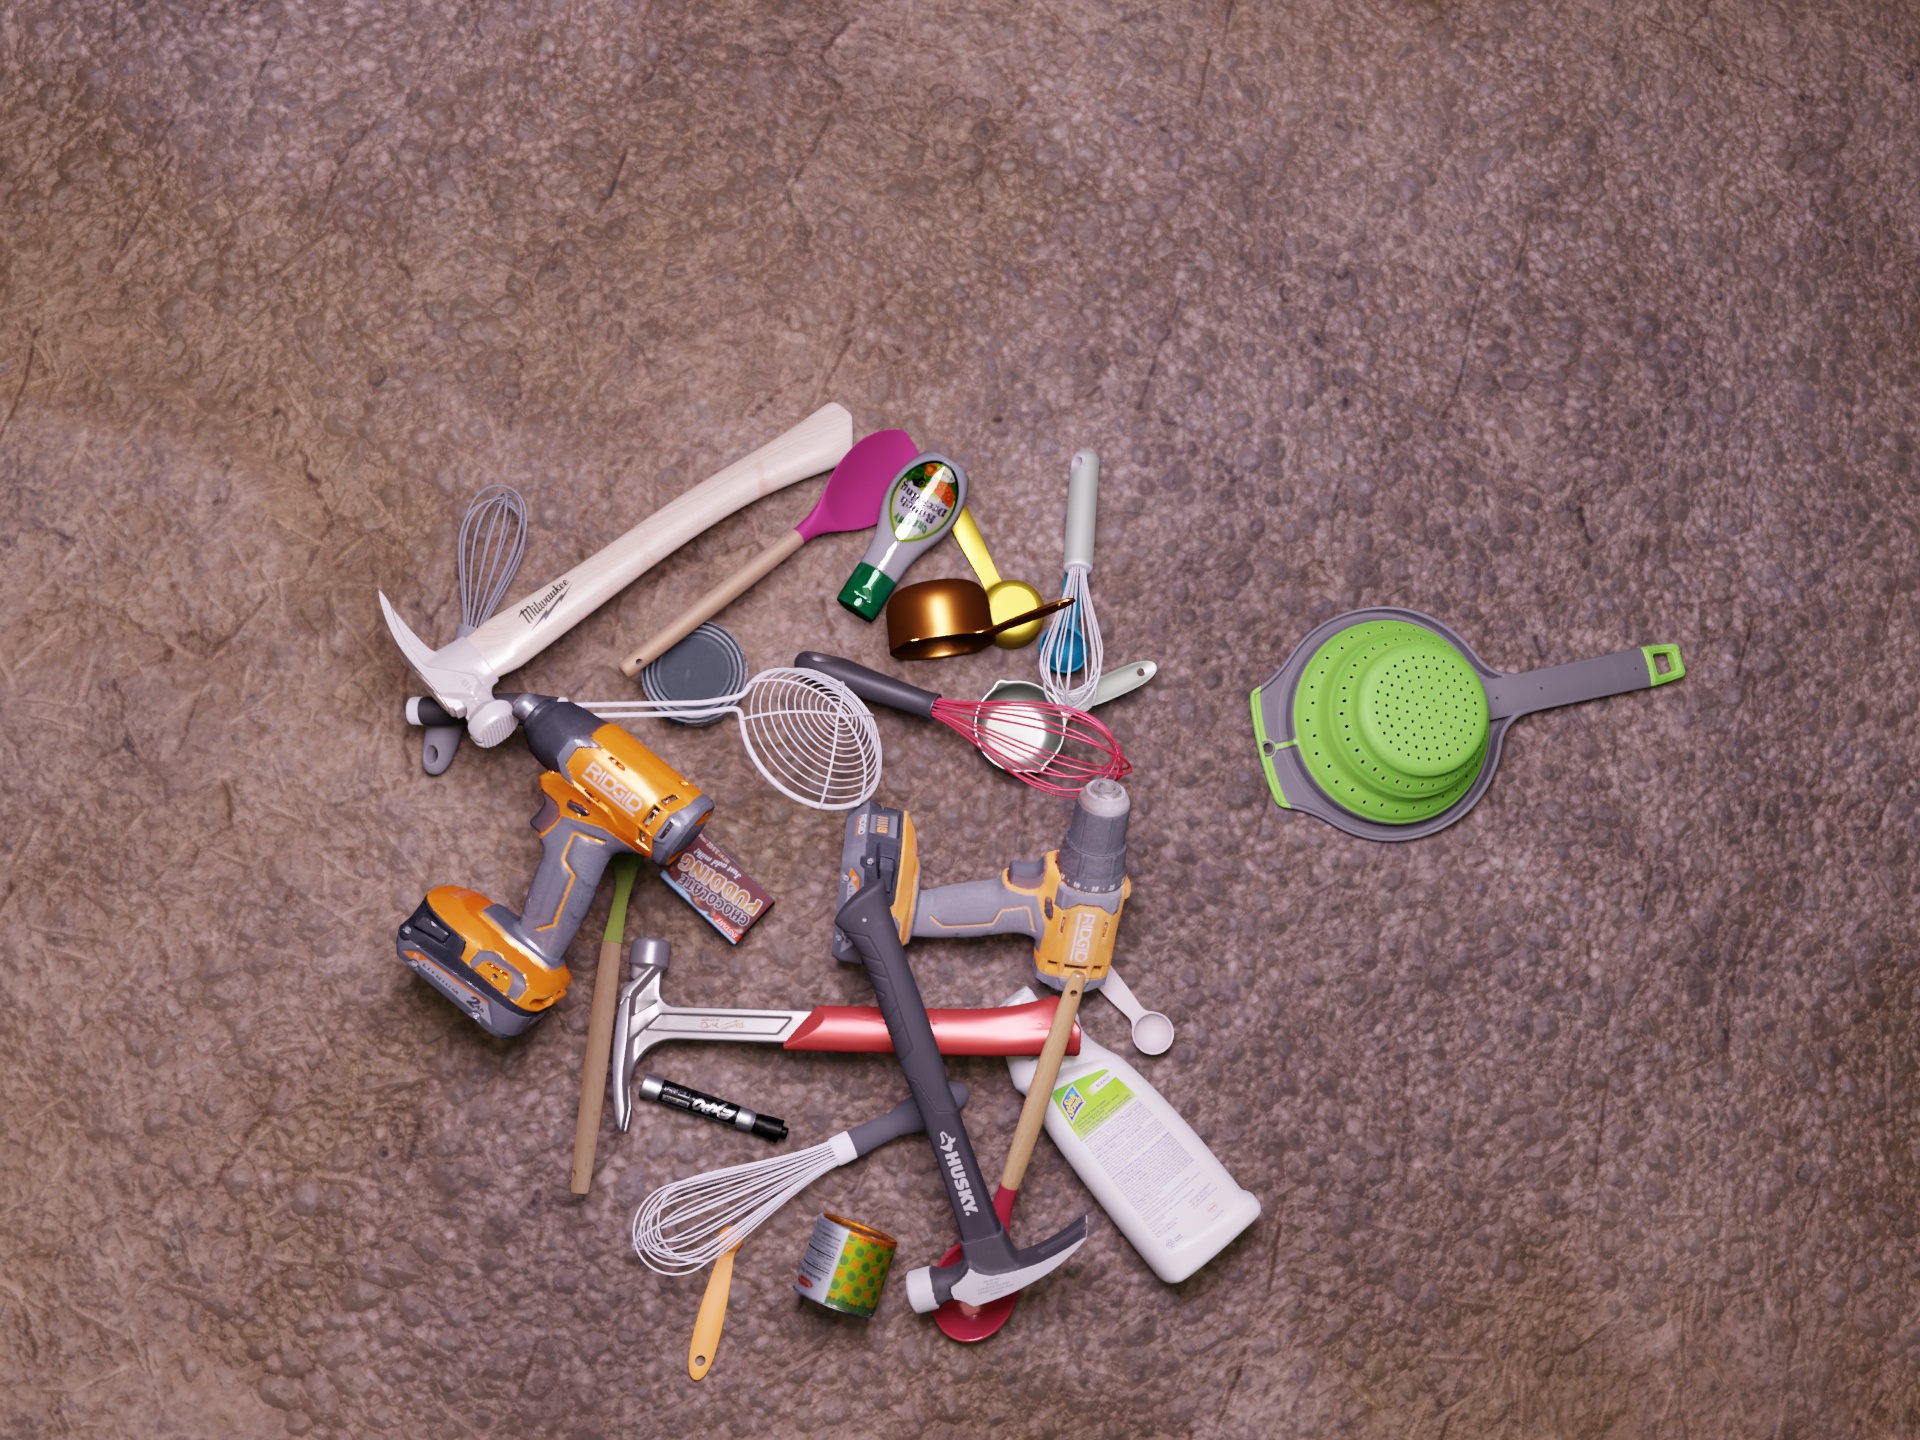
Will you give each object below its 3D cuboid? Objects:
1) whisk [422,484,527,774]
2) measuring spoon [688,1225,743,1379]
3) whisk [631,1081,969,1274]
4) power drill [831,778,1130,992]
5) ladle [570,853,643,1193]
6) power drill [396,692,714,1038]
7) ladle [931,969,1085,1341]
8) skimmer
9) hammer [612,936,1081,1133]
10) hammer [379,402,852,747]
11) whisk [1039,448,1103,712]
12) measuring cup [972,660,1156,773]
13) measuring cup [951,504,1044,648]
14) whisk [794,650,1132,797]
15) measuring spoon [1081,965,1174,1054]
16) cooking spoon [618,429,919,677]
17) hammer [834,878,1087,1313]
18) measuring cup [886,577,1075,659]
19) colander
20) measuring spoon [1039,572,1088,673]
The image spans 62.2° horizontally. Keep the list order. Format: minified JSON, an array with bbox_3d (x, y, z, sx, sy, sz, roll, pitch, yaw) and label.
[{"bbox_3d":[-0.394,-0.073,1.273,0.055,0.055,0.239,14,85,-5],"label":"whisk"},{"bbox_3d":[-0.191,0.453,1.235,0.021,0.011,0.117,14,80,-5],"label":"measuring spoon"},{"bbox_3d":[-0.122,0.349,1.242,0.284,0.070,0.070,-22,85,-15],"label":"whisk"},{"bbox_3d":[0.020,0.119,1.237,0.226,0.084,0.185,7,121,-3],"label":"power drill"},{"bbox_3d":[-0.281,0.195,1.218,0.062,0.078,0.320,16,70,-36],"label":"ladle"},{"bbox_3d":[-0.308,0.099,1.164,0.164,0.084,0.226,39,96,3],"label":"power drill"},{"bbox_3d":[0.044,0.335,1.224,0.069,0.031,0.315,16,103,-4],"label":"ladle"},{"bbox_3d":[-0.245,0.012,1.244,0.363,0.090,0.127,0,49,5],"label":"skimmer"},{"bbox_3d":[-0.087,0.249,1.233,0.359,0.036,0.149,2,70,1],"label":"hammer"},{"bbox_3d":[-0.255,-0.147,1.268,0.410,0.038,0.146,-38,74,-23],"label":"hammer"},{"bbox_3d":[0.098,-0.120,1.326,0.059,0.058,0.246,24,61,-37],"label":"whisk"},{"bbox_3d":[0.087,-0.011,1.330,0.167,0.038,0.083,-24,85,-12],"label":"measuring cup"},{"bbox_3d":[0.021,-0.134,1.343,0.062,0.029,0.156,-27,85,-10],"label":"measuring cup"},{"bbox_3d":[-0.002,-0.004,1.274,0.296,0.073,0.073,19,79,17],"label":"whisk"},{"bbox_3d":[0.128,0.223,1.313,0.034,0.018,0.124,-40,81,-6],"label":"measuring spoon"},{"bbox_3d":[-0.152,-0.136,1.298,0.319,0.017,0.068,-41,120,-21],"label":"cooking spoon"},{"bbox_3d":[-0.016,0.277,1.188,0.146,0.035,0.334,-17,99,8],"label":"hammer"},{"bbox_3d":[0.016,-0.094,1.278,0.173,0.095,0.052,-17,77,34],"label":"measuring cup"},{"bbox_3d":[0.452,-0.020,1.349,0.397,0.094,0.204,-12,83,-9],"label":"colander"},{"bbox_3d":[0.093,-0.098,1.357,0.042,0.021,0.129,14,71,-8],"label":"measuring spoon"}]
